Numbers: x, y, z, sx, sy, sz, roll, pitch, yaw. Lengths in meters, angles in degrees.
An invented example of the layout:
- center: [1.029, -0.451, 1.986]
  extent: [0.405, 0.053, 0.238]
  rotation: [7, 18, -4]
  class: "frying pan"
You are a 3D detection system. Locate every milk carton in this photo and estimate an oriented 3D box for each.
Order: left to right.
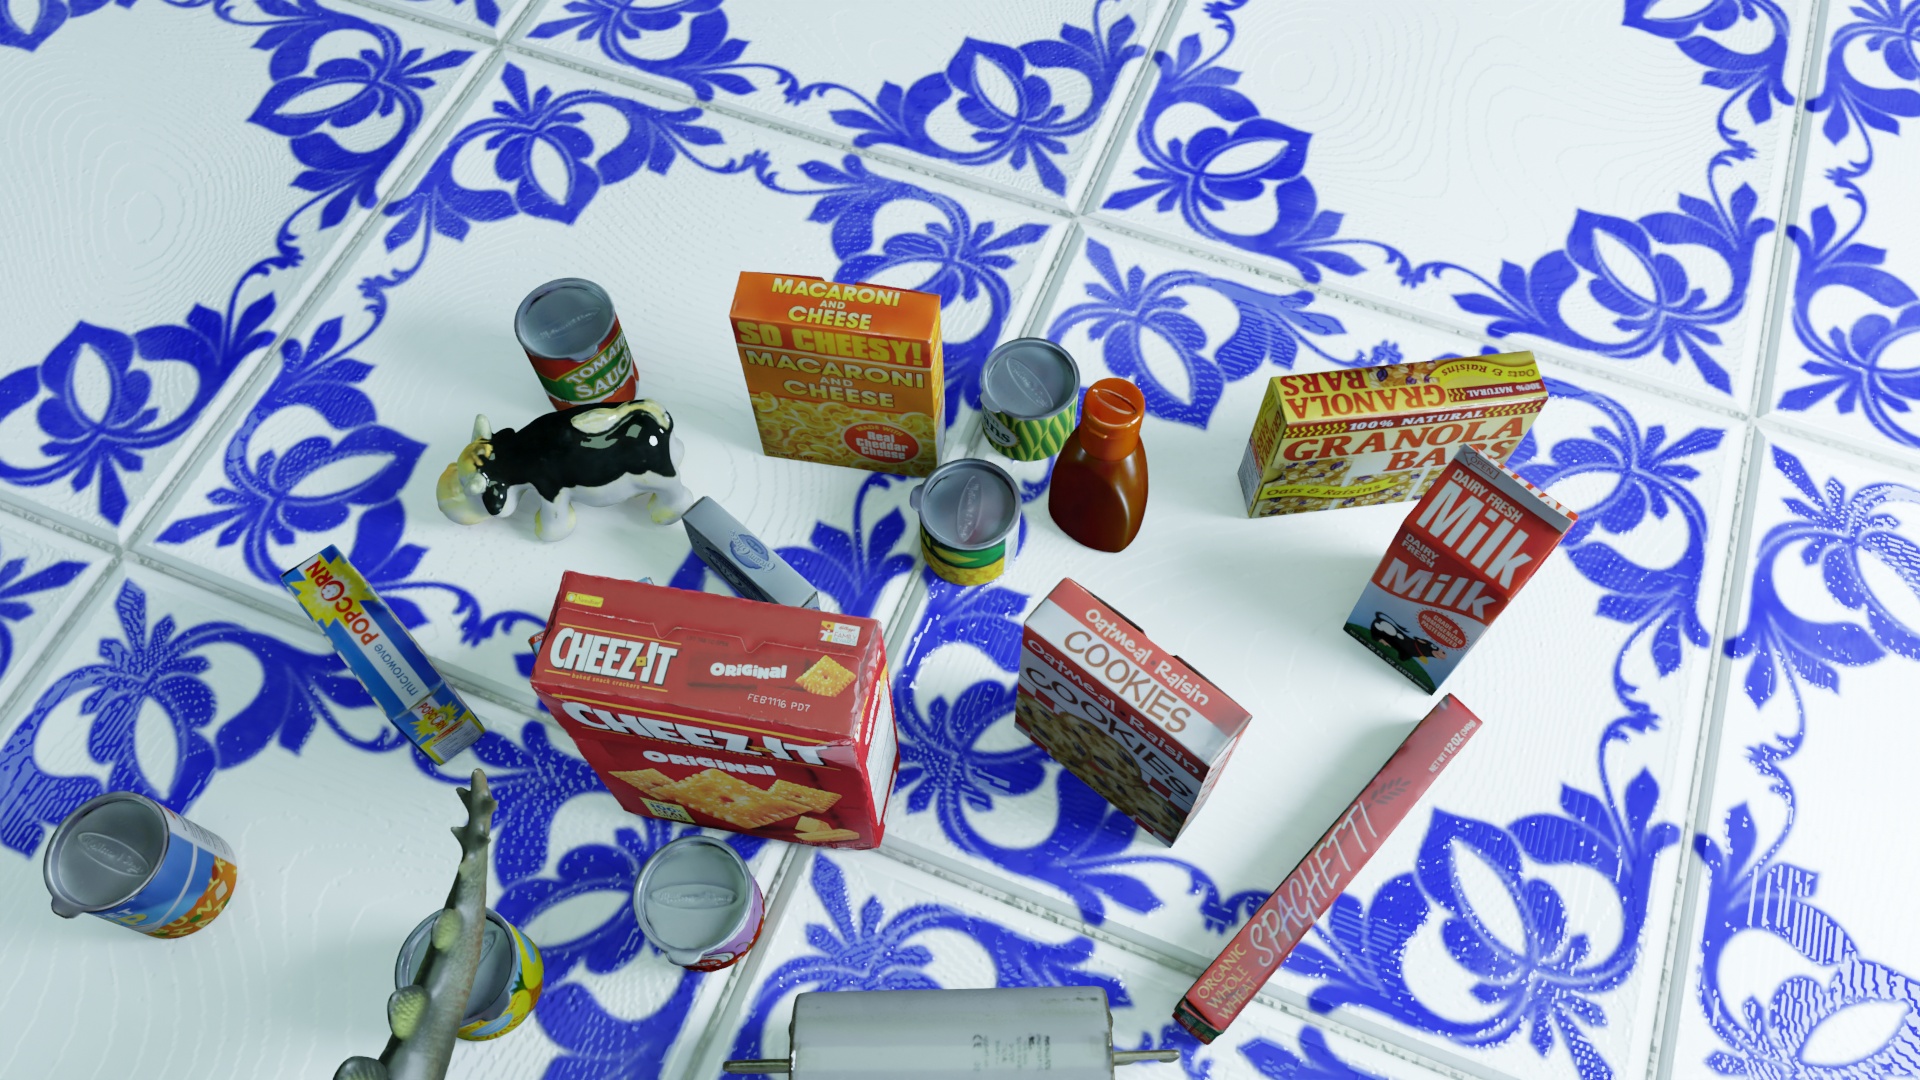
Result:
- center: [0.295, 0.012, 0.817]
  extent: [0.072, 0.189, 0.074]
  rotation: [40, 70, 18]
  class: "milk carton"

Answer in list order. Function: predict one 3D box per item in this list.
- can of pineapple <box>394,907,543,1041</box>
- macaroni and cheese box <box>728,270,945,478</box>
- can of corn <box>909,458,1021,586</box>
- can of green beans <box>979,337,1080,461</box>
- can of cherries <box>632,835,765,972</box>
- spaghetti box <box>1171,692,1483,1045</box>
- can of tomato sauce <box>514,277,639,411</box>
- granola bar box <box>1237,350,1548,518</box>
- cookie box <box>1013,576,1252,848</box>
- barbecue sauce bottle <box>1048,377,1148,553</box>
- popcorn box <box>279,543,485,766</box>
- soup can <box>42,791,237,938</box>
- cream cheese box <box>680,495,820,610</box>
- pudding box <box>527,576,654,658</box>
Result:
- center: [-0.271, 0.243, 0.774]
  extent: [0.071, 0.057, 0.071]
  rotation: [0, 63, 0]
  class: "can of pineapple"
- center: [-0.074, -0.103, 0.891]
  extent: [0.124, 0.165, 0.040]
  rotation: [8, 64, 4]
  class: "macaroni and cheese box"
- center: [0.003, -0.011, 0.904]
  extent: [0.071, 0.058, 0.071]
  rotation: [0, 63, 0]
  class: "can of corn"
- center: [0.047, -0.095, 0.948]
  extent: [0.071, 0.057, 0.071]
  rotation: [0, 63, 0]
  class: "can of green beans"
- center: [-0.148, 0.210, 0.791]
  extent: [0.071, 0.058, 0.072]
  rotation: [0, 63, 0]
  class: "can of cherries"
- center: [0.214, 0.188, 0.806]
  extent: [0.029, 0.050, 0.251]
  rotation: [41, 70, 19]
  class: "spaghetti box"
- center: [-0.259, -0.127, 0.951]
  extent: [0.071, 0.082, 0.071]
  rotation: [0, 63, 0]
  class: "can of tomato sauce"
- center: [0.273, -0.065, 0.895]
  extent: [0.166, 0.123, 0.039]
  rotation: [-6, 63, -3]
  class: "granola bar box"
- center: [0.091, 0.101, 0.785]
  extent: [0.123, 0.166, 0.040]
  rotation: [37, 69, 17]
  class: "cookie box"
- center: [0.090, -0.047, 0.872]
  extent: [0.065, 0.148, 0.044]
  rotation: [30, 67, 15]
  class: "barbecue sauce bottle"
- center: [-0.351, 0.071, 0.848]
  extent: [0.038, 0.085, 0.127]
  rotation: [-40, 69, -18]
  class: "popcorn box"
- center: [-0.465, 0.188, 0.789]
  extent: [0.071, 0.083, 0.071]
  rotation: [0, 63, 0]
  class: "soup can"
- center: [-0.132, 0.020, 0.892]
  extent: [0.104, 0.053, 0.024]
  rotation: [39, 70, 18]
  class: "cream cheese box"
- center: [-0.223, 0.061, 0.873]
  extent: [0.084, 0.049, 0.030]
  rotation: [-28, 66, -13]
  class: "pudding box"
